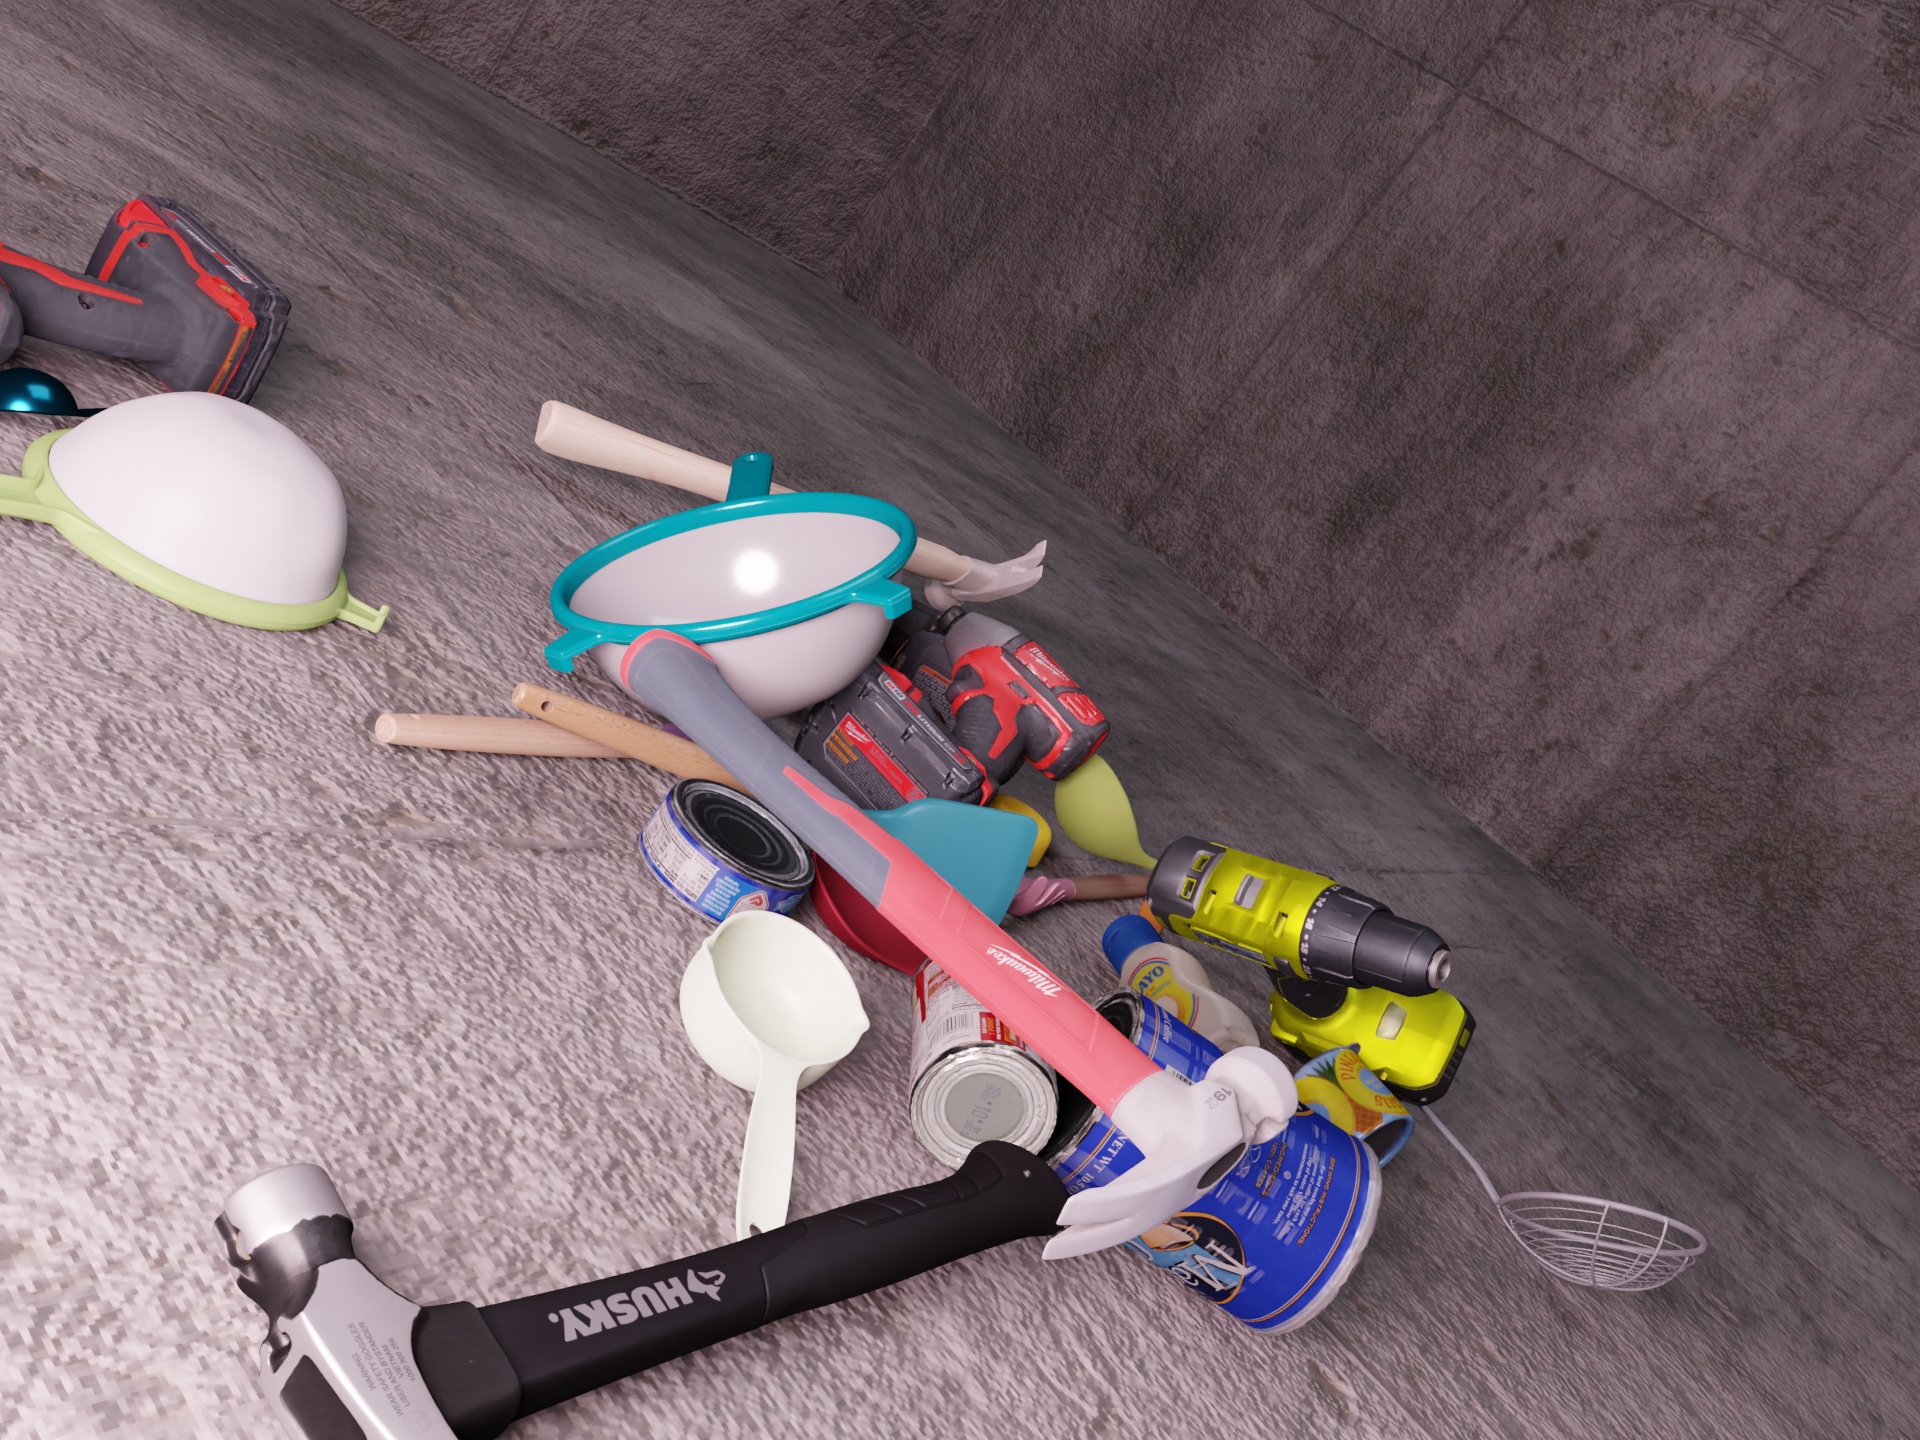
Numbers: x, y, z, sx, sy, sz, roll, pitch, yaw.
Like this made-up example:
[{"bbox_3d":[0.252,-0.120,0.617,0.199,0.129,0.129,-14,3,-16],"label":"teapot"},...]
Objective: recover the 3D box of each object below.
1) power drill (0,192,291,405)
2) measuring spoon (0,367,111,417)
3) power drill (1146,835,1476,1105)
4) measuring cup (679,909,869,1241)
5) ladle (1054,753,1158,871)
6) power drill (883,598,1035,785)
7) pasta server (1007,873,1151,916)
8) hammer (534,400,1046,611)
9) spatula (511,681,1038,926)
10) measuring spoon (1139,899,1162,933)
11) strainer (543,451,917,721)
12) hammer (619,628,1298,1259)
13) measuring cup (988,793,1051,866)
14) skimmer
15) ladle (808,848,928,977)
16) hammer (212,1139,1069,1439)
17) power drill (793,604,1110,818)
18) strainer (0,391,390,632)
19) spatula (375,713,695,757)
[{"bbox_3d":[-0.484,-0.236,0.806,0.188,0.080,0.226,40,18,13],"label":"power drill"},{"bbox_3d":[-0.426,-0.159,0.775,0.042,0.021,0.128,4,10,5],"label":"measuring spoon"},{"bbox_3d":[0.243,0.163,1.013,0.191,0.080,0.228,15,-21,41],"label":"power drill"},{"bbox_3d":[-0.082,0.150,0.636,0.083,0.038,0.168,31,33,-22],"label":"measuring cup"},{"bbox_3d":[0.203,0.124,1.163,0.320,0.062,0.078,31,-10,-13],"label":"ladle"},{"bbox_3d":[-0.017,-0.041,1.253,0.185,0.084,0.226,32,12,-6],"label":"power drill"},{"bbox_3d":[0.088,0.110,1.105,0.060,0.040,0.316,32,11,26],"label":"pasta server"},{"bbox_3d":[-0.126,-0.167,1.236,0.410,0.038,0.146,17,-16,-33],"label":"hammer"},{"bbox_3d":[-0.093,0.041,0.854,0.317,0.082,0.044,24,0,-37],"label":"spatula"},{"bbox_3d":[0.141,0.146,1.165,0.021,0.011,0.117,38,15,5],"label":"measuring spoon"},{"bbox_3d":[-0.128,-0.081,0.982,0.211,0.095,0.341,-10,25,0],"label":"strainer"},{"bbox_3d":[-0.041,0.073,0.700,0.387,0.038,0.143,38,33,30],"label":"hammer"},{"bbox_3d":[0.001,0.044,1.124,0.157,0.029,0.062,41,16,18],"label":"measuring cup"},{"bbox_3d":[0.361,0.265,1.144,0.127,0.090,0.364,45,4,-46],"label":"skimmer"},{"bbox_3d":[0.037,0.174,0.824,0.315,0.031,0.069,40,18,5],"label":"ladle"},{"bbox_3d":[-0.060,0.187,0.523,0.146,0.035,0.334,45,20,29],"label":"hammer"},{"bbox_3d":[-0.002,-0.003,1.039,0.143,0.078,0.219,47,33,10],"label":"power drill"},{"bbox_3d":[-0.369,-0.114,0.699,0.152,0.069,0.256,42,14,19],"label":"strainer"},{"bbox_3d":[-0.184,0.010,0.839,0.060,0.018,0.315,31,11,24],"label":"spatula"}]
